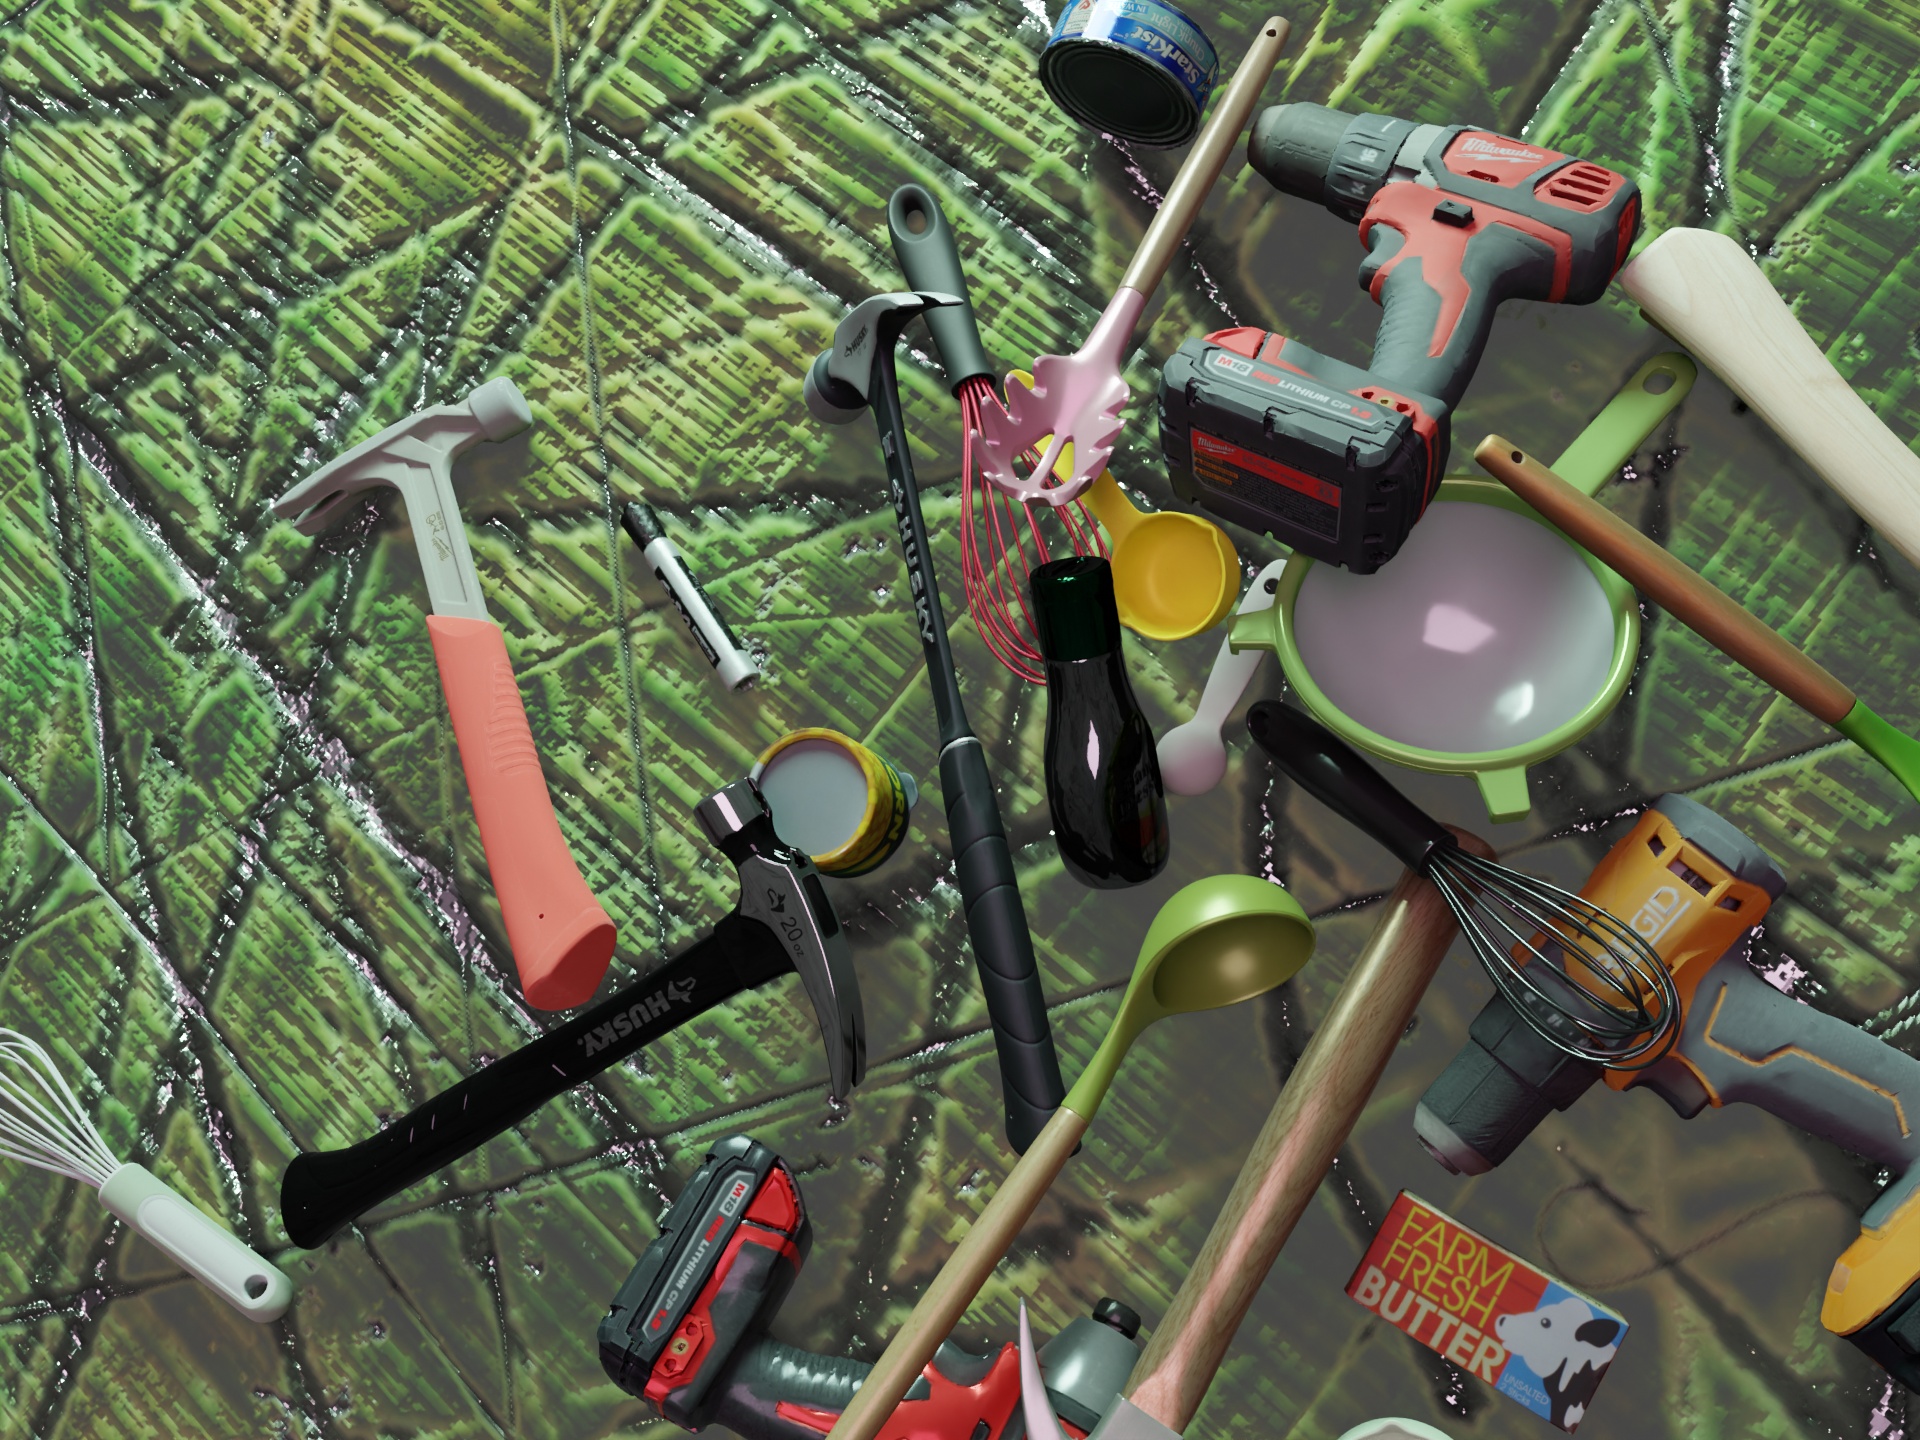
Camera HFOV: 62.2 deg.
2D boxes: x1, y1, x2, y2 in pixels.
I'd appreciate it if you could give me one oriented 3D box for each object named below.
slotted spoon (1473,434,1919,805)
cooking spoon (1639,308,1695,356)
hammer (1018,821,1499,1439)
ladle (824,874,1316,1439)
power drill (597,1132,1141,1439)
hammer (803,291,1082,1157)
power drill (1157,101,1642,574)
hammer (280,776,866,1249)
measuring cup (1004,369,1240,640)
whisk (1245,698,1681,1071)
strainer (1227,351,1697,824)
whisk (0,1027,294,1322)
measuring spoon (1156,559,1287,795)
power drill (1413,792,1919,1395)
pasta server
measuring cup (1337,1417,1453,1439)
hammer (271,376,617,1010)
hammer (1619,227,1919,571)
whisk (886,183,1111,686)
[{"bbox_3d":[0.339,-0.018,0.651,0.314,0.031,0.070,38,67,3],"label":"slotted spoon"},{"bbox_3d":[0.432,-0.093,0.695,0.319,0.017,0.069,42,86,17],"label":"cooking spoon"},{"bbox_3d":[0.135,0.184,0.666,0.130,0.031,0.331,31,74,9],"label":"hammer"},{"bbox_3d":[0.042,0.193,0.665,0.062,0.078,0.320,26,68,35],"label":"ladle"},{"bbox_3d":[-0.032,0.278,0.689,0.220,0.078,0.143,26,62,13],"label":"power drill"},{"bbox_3d":[-0.001,-0.002,0.737,0.036,0.149,0.409,-10,82,-22],"label":"hammer"},{"bbox_3d":[0.176,-0.192,0.722,0.188,0.080,0.227,28,67,25],"label":"power drill"},{"bbox_3d":[-0.195,0.171,0.756,0.335,0.035,0.146,-32,85,16],"label":"hammer"},{"bbox_3d":[0.071,-0.103,0.727,0.062,0.029,0.157,-46,67,28],"label":"measuring cup"},{"bbox_3d":[0.199,0.059,0.670,0.055,0.055,0.239,-45,47,1],"label":"whisk"},{"bbox_3d":[0.250,-0.066,0.718,0.152,0.069,0.256,36,71,26],"label":"strainer"},{"bbox_3d":[-0.442,0.235,0.824,0.246,0.059,0.058,30,60,13],"label":"whisk"},{"bbox_3d":[0.127,-0.023,0.753,0.034,0.018,0.124,25,85,17],"label":"measuring spoon"},{"bbox_3d":[0.317,0.166,0.641,0.226,0.084,0.185,43,93,21],"label":"power drill"},{"bbox_3d":[0.090,-0.219,0.733,0.060,0.040,0.316,24,69,10],"label":"pasta server"},{"bbox_3d":[0.140,0.334,0.671,0.167,0.038,0.083,-7,79,16],"label":"measuring cup"},{"bbox_3d":[-0.246,-0.015,0.783,0.149,0.036,0.359,-28,58,5],"label":"hammer"},{"bbox_3d":[0.420,-0.048,0.648,0.146,0.038,0.411,-35,72,-12],"label":"hammer"},{"bbox_3d":[0.011,-0.149,0.788,0.073,0.073,0.296,-21,69,9],"label":"whisk"}]
